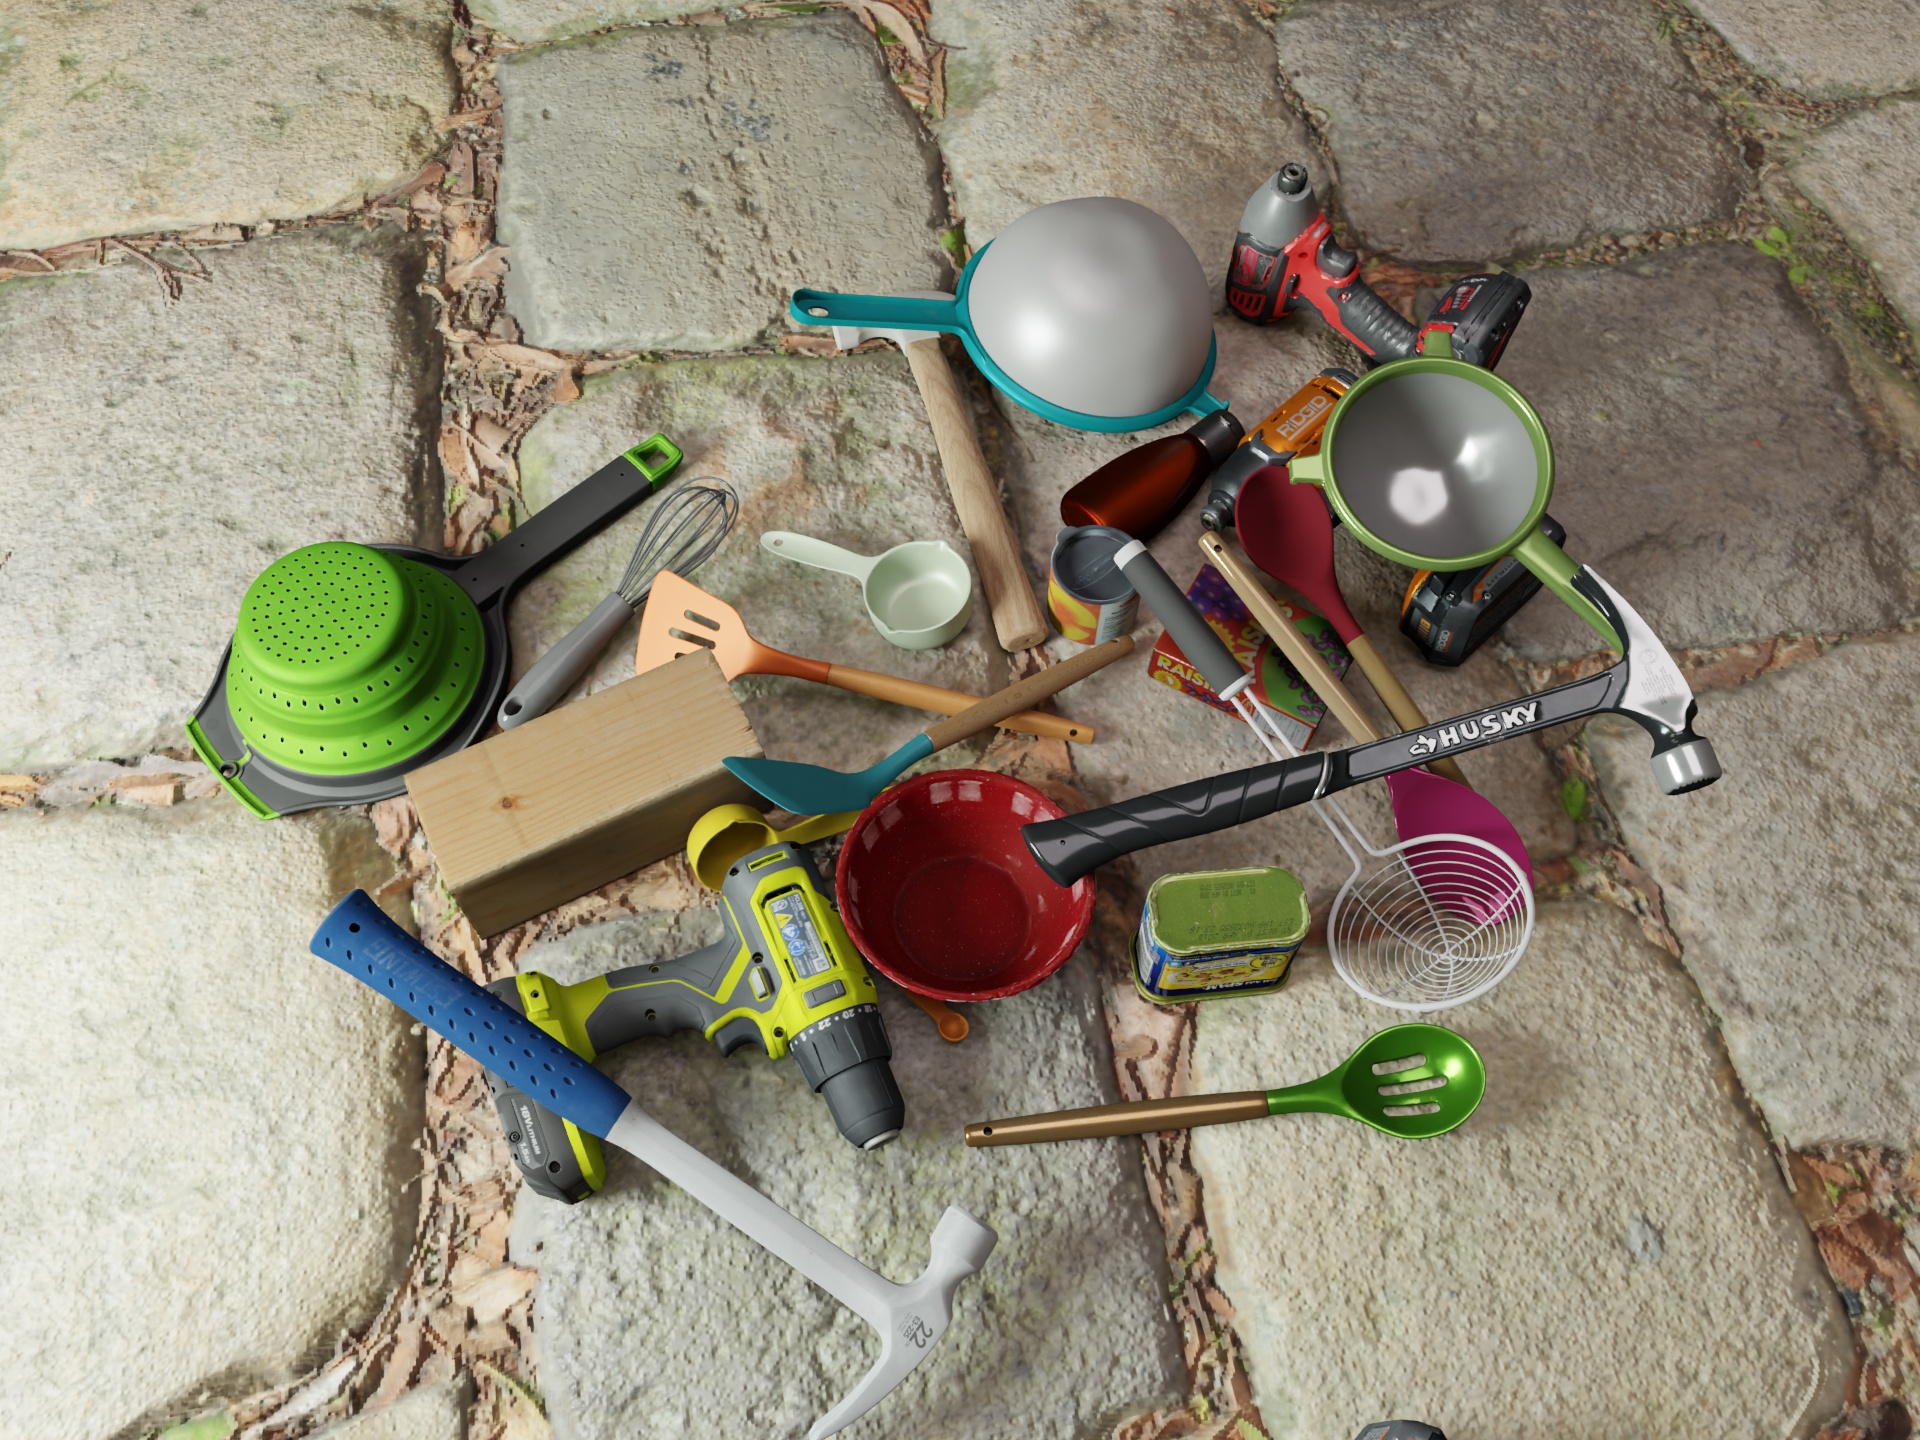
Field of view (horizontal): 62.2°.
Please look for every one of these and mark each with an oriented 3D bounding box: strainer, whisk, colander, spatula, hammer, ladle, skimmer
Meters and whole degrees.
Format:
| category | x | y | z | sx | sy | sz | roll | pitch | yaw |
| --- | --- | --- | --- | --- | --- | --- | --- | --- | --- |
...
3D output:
| category | x | y | z | sx | sy | sz | roll | pitch | yaw |
| --- | --- | --- | --- | --- | --- | --- | --- | --- | --- |
| strainer | 0.046 | -0.327 | 1.190 | 0.340 | 0.095 | 0.211 | -1 | 62 | -16 |
| whisk | -0.241 | -0.084 | 1.119 | 0.055 | 0.055 | 0.239 | 33 | 70 | 17 |
| colander | -0.357 | -0.103 | 1.099 | 0.397 | 0.094 | 0.205 | -41 | 69 | -20 |
| spatula | -0.002 | -0.003 | 1.035 | 0.317 | 0.044 | 0.082 | -27 | 38 | -31 |
| spatula | -0.066 | -0.028 | 1.093 | 0.322 | 0.041 | 0.081 | 14 | 98 | -1 |
| hammer | 0.004 | -0.196 | 1.191 | 0.130 | 0.031 | 0.332 | -14 | 62 | -8 |
| hammer | -0.182 | 0.230 | 0.872 | 0.405 | 0.035 | 0.144 | 35 | 70 | 1 |
| ladle | 0.281 | -0.034 | 1.067 | 0.069 | 0.031 | 0.315 | -30 | 81 | -11 |
| hammer | 0.237 | 0.023 | 0.967 | 0.409 | 0.036 | 0.149 | -16 | 73 | 1 |
| skimmer | 0.214 | 0.021 | 1.011 | 0.127 | 0.090 | 0.363 | -36 | 78 | 1 |
| strainer | 0.346 | -0.124 | 1.046 | 0.151 | 0.069 | 0.256 | -43 | 80 | -10 |

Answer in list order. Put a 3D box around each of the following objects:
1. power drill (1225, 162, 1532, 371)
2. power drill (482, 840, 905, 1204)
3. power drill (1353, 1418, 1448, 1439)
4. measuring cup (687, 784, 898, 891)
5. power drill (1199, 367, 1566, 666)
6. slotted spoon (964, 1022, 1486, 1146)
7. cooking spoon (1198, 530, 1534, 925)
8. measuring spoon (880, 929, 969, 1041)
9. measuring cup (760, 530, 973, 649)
| category | x | y | z | sx | sy | sz | roll | pitch | yaw |
| --- | --- | --- | --- | --- | --- | --- | --- | --- | --- |
| power drill | 0.306 | -0.327 | 1.204 | 0.220 | 0.143 | 0.078 | 35 | 69 | 15 |
| power drill | -0.158 | 0.196 | 0.948 | 0.228 | 0.080 | 0.191 | -21 | 68 | -14 |
| power drill | 0.286 | 0.461 | 0.804 | 0.185 | 0.084 | 0.226 | -40 | 73 | -21 |
| measuring cup | -0.105 | 0.065 | 1.042 | 0.156 | 0.062 | 0.029 | -19 | 42 | -24 |
| power drill | 0.292 | -0.142 | 1.138 | 0.164 | 0.084 | 0.227 | -40 | 65 | -17 |
| slotted spoon | 0.158 | 0.232 | 0.959 | 0.313 | 0.031 | 0.070 | -6 | 61 | -2 |
| cooking spoon | 0.261 | -0.001 | 1.051 | 0.069 | 0.017 | 0.319 | -38 | 82 | 5 |
| measuring spoon | -0.038 | 0.162 | 1.006 | 0.021 | 0.011 | 0.117 | -31 | 61 | -33 |
| measuring cup | -0.068 | -0.100 | 1.137 | 0.168 | 0.038 | 0.083 | 20 | 66 | 20 |
